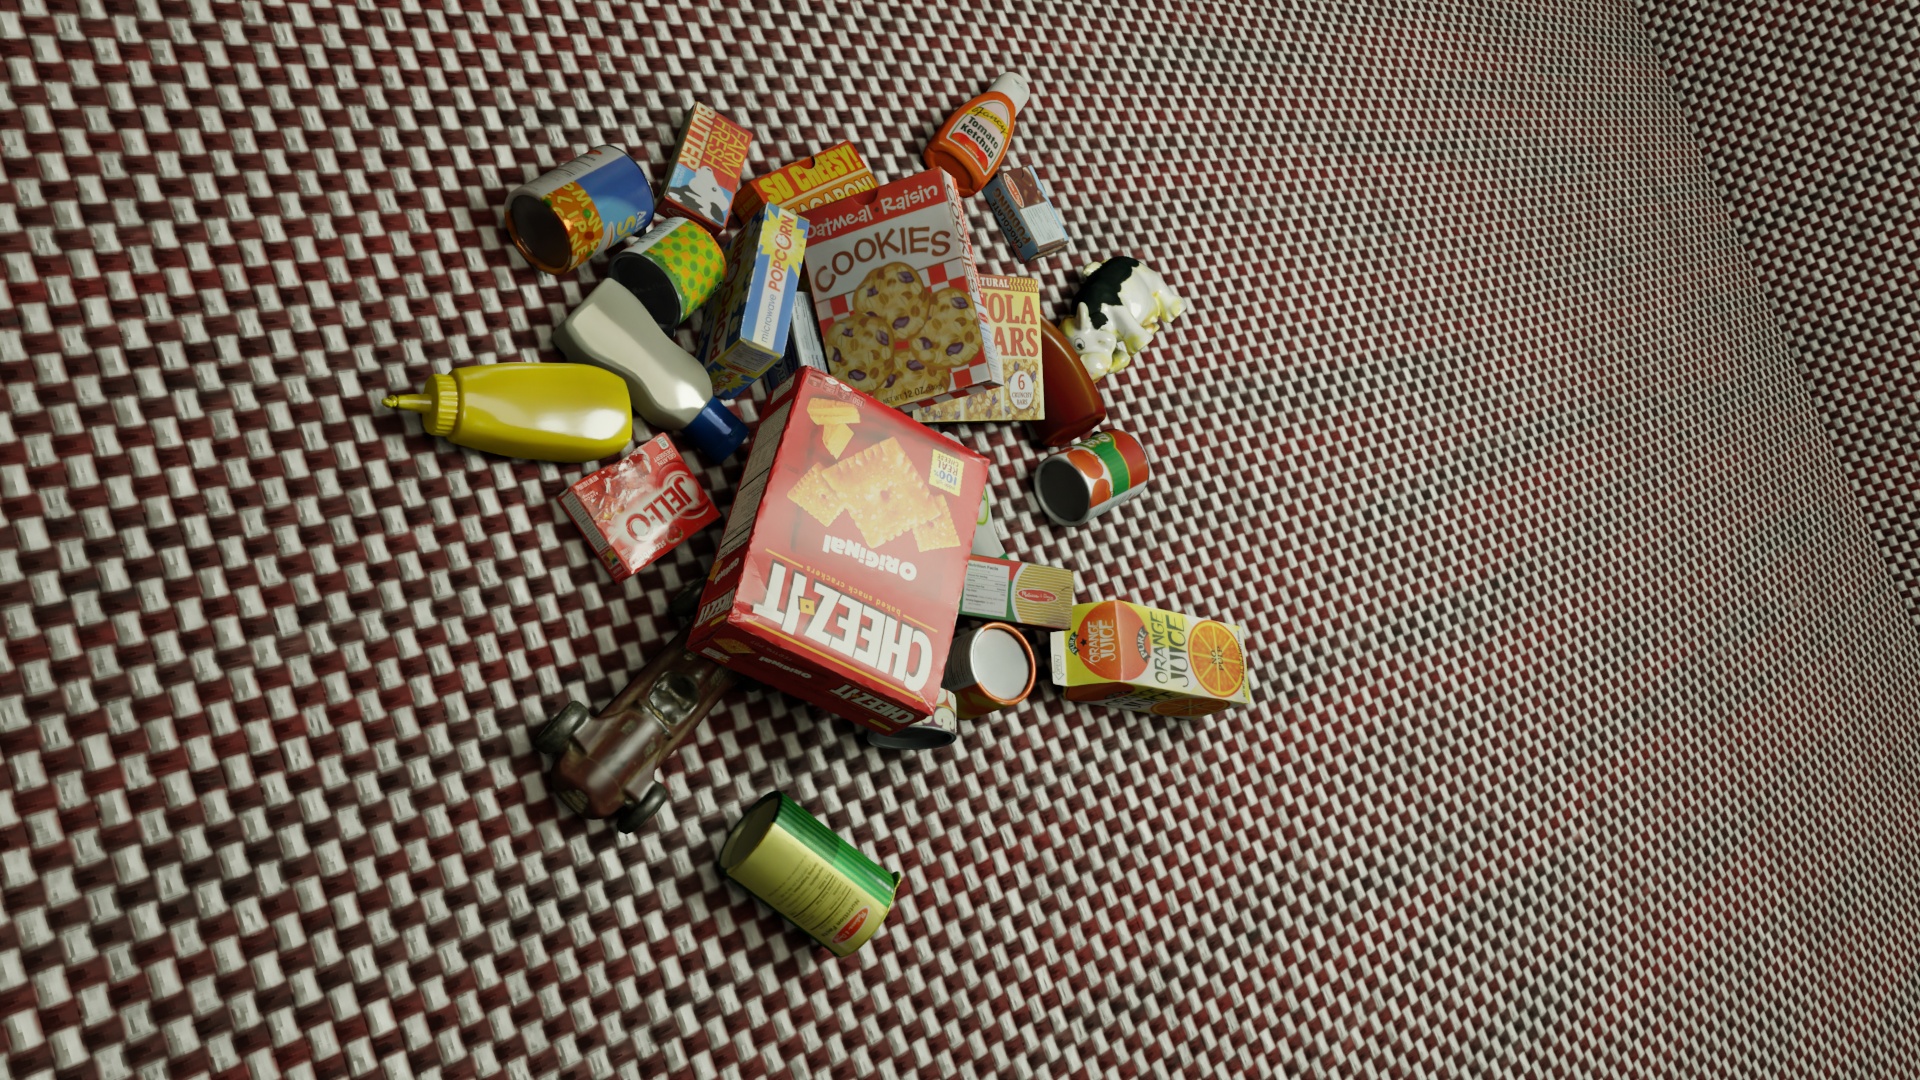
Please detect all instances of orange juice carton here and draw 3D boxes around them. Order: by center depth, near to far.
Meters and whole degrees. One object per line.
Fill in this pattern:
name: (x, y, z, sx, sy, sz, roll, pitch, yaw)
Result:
orange juice carton: (0.151, 0.100, 1.178, 0.193, 0.072, 0.072, 13, 65, -34)

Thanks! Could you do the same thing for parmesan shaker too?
parmesan shaker: (-0.101, 0.221, 0.932, 0.103, 0.071, 0.072, 41, 52, -17)

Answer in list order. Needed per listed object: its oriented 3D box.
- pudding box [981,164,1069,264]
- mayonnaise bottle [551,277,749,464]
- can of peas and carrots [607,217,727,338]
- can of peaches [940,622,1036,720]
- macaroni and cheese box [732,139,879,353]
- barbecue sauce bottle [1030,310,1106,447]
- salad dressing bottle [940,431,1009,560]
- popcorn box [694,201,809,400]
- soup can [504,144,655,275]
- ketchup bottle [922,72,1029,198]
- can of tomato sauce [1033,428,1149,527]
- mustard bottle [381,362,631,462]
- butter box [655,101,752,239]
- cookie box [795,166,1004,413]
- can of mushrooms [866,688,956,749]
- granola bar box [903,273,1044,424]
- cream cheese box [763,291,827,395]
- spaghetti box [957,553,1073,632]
pudding box: (0.062, -0.307, 1.304, 0.050, 0.030, 0.083, -28, 90, -41)
mayonnaise bottle: (-0.218, -0.117, 0.999, 0.148, 0.041, 0.065, 44, 55, -17)
can of peas and carrots: (-0.212, -0.193, 1.017, 0.071, 0.070, 0.059, 49, 49, -12)
can of peaches: (0.018, 0.102, 1.083, 0.071, 0.058, 0.071, 15, 63, -33)
macaroni and cheese box: (-0.094, -0.236, 1.144, 0.124, 0.040, 0.166, -38, 98, -42)
barbecue sauce bottle: (0.072, -0.160, 1.234, 0.044, 0.064, 0.149, 6, 58, -63)
salad dressing bottle: (0.004, -0.014, 1.129, 0.064, 0.044, 0.147, -31, 95, -40)
popcorn box: (-0.158, -0.178, 1.041, 0.038, 0.085, 0.127, 22, 60, -28)
soup can: (-0.269, -0.233, 0.989, 0.071, 0.071, 0.084, 52, 50, -9)
ketchup bottle: (0.021, -0.384, 1.294, 0.064, 0.043, 0.149, 42, 51, -16)
can of tomato sauce: (0.114, -0.057, 1.218, 0.083, 0.071, 0.071, -26, 89, -41)
mustard bottle: (-0.299, -0.087, 0.916, 0.160, 0.048, 0.065, 2, 73, -37)
butter box: (-0.201, -0.292, 1.093, 0.053, 0.024, 0.104, 26, 58, -27)
cookie box: (-0.047, -0.184, 1.056, 0.040, 0.123, 0.167, 3, 74, -73)
can of mushrooms: (-0.038, 0.130, 1.021, 0.071, 0.071, 0.033, 15, 63, -33)
granola bar box: (0.002, -0.159, 1.153, 0.166, 0.039, 0.124, -7, 95, -48)
cream cheese box: (-0.128, -0.134, 1.067, 0.024, 0.053, 0.104, -3, 74, -41)
spaghetti box: (-0.027, 0.030, 1.064, 0.250, 0.028, 0.050, 10, 77, -25)
